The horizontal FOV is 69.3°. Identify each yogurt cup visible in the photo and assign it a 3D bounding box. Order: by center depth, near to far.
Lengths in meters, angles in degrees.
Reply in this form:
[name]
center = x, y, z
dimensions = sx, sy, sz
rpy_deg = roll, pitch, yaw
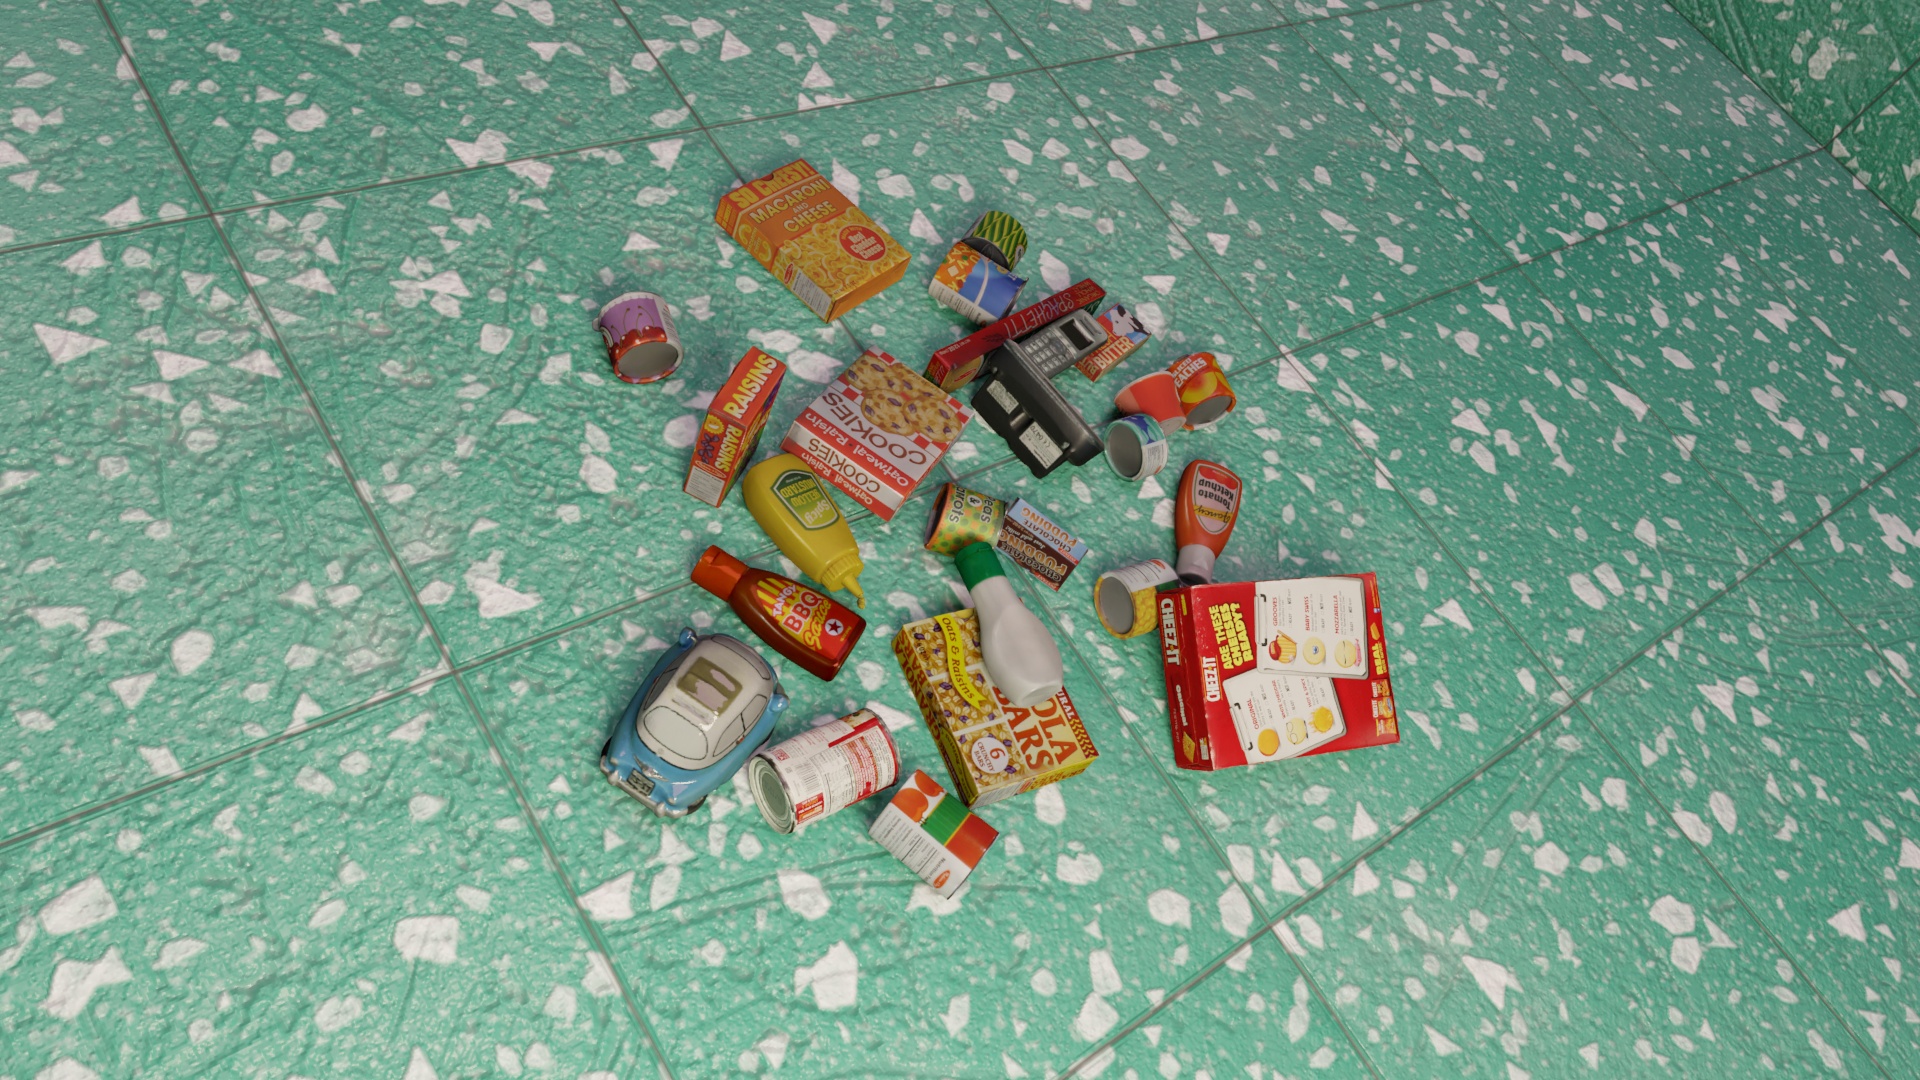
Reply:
[yogurt cup]
center = 0.202, -0.138, 1.458
dimensions = 0.072, 0.072, 0.054
rpy_deg = -13, 71, -30

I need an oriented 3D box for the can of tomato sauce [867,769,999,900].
[can of tomato sauce]
center = -0.021, 0.231, 1.100
dimensions = 0.083, 0.070, 0.071
rpy_deg = 38, 51, 6

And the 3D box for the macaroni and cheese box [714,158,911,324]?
[macaroni and cheese box]
center = -0.152, -0.315, 1.443
dimensions = 0.166, 0.040, 0.124
rpy_deg = 43, 51, 9

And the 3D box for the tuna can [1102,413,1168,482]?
[tuna can]
center = 0.176, -0.096, 1.416
dimensions = 0.033, 0.070, 0.071
rpy_deg = -18, 66, -32

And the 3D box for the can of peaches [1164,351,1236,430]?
[can of peaches]
center = 0.255, -0.161, 1.492
dimensions = 0.071, 0.071, 0.058
rpy_deg = -8, 62, -28

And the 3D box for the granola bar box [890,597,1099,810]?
[granola bar box]
center = 0.029, 0.137, 1.204
dimensions = 0.124, 0.038, 0.166
rpy_deg = -12, 63, -30

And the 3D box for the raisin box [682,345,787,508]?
[raisin box]
center = -0.199, -0.099, 1.217
dimensions = 0.040, 0.122, 0.086
rpy_deg = 29, 51, -3

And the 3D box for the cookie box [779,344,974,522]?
[cookie box]
center = -0.076, -0.104, 1.313
dimensions = 0.123, 0.040, 0.168
rpy_deg = 34, 41, 2

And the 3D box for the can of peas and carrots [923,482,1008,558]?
[can of peas and carrots]
center = 0.005, -0.016, 1.281
dimensions = 0.059, 0.070, 0.071
rpy_deg = 19, 52, -10

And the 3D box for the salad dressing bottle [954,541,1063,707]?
[salad dressing bottle]
center = 0.039, 0.070, 1.201
dimensions = 0.064, 0.043, 0.148
rpy_deg = -9, 60, -29

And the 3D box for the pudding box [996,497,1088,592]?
[pudding box]
center = 0.072, 0.004, 1.310
dimensions = 0.084, 0.049, 0.030
rpy_deg = 37, 49, 4

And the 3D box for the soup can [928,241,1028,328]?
[soup can]
center = 0.019, -0.269, 1.467
dimensions = 0.084, 0.071, 0.072
rpy_deg = 32, 50, 1

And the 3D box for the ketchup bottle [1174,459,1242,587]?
[ketchup bottle]
center = 0.244, -0.012, 1.400
dimensions = 0.065, 0.043, 0.149
rpy_deg = 24, 51, -6

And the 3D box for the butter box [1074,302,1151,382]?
[butter box]
center = 0.160, -0.217, 1.520
dimensions = 0.053, 0.024, 0.104
rpy_deg = 44, 52, 9

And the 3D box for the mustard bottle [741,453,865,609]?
[mustard bottle]
center = -0.128, -0.005, 1.229
dimensions = 0.065, 0.048, 0.160
rpy_deg = -26, 70, -39

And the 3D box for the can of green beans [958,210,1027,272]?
[can of green beans]
center = 0.033, -0.315, 1.507
dimensions = 0.071, 0.071, 0.058
rpy_deg = 31, 50, 0

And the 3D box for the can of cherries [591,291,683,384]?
[can of cherries]
center = -0.296, -0.184, 1.275
dimensions = 0.072, 0.071, 0.058
rpy_deg = -10, 62, -29

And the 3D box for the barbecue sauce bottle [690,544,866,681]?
[barbecue sauce bottle]
center = -0.157, 0.057, 1.177
dimensions = 0.148, 0.043, 0.065
rpy_deg = 31, 52, 0

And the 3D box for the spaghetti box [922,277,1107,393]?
[spaghetti box]
center = 0.059, -0.214, 1.458
dimensions = 0.251, 0.050, 0.029
rpy_deg = -31, 74, -37

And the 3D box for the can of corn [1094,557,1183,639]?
[can of corn]
center = 0.168, 0.057, 1.305
dimensions = 0.058, 0.070, 0.071
rpy_deg = -14, 64, -30
